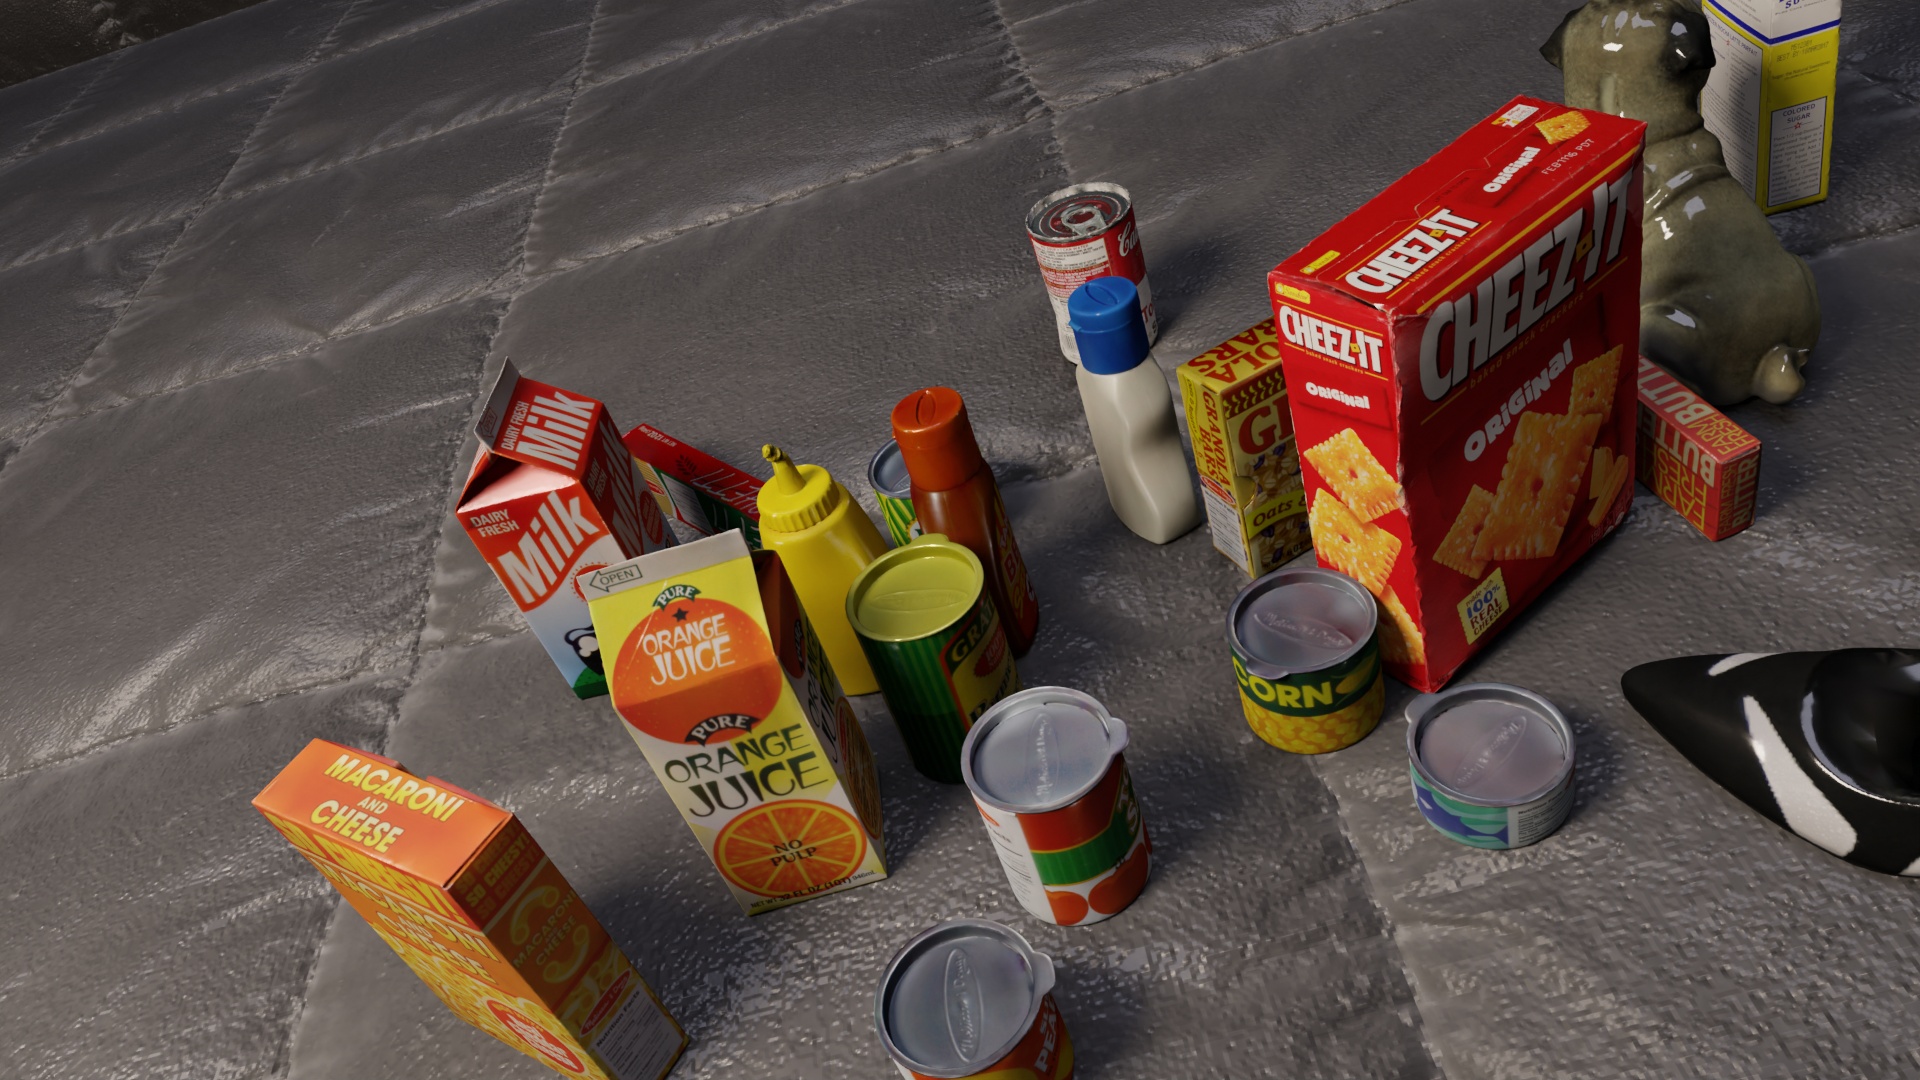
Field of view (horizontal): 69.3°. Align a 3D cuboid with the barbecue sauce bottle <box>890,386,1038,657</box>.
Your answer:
[{"bbox_3d":[0.003,-0.009,0.707,0.043,0.147,0.065,-11,39,11],"label":"barbecue sauce bottle"}]

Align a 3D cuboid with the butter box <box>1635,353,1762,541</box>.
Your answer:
[{"bbox_3d":[0.349,-0.050,0.686,0.024,0.053,0.104,-22,38,-2],"label":"butter box"}]

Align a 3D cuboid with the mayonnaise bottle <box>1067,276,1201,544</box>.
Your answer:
[{"bbox_3d":[0.091,-0.069,0.742,0.041,0.147,0.065,-28,39,-10],"label":"mayonnaise bottle"}]

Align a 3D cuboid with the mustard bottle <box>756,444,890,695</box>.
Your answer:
[{"bbox_3d":[-0.066,0.010,0.705,0.065,0.159,0.049,-16,38,5],"label":"mustard bottle"}]

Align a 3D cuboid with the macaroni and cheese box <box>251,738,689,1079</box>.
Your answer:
[{"bbox_3d":[-0.199,0.160,0.578,0.124,0.165,0.040,10,47,32],"label":"macaroni and cheese box"}]

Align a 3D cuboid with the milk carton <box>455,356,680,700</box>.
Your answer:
[{"bbox_3d":[-0.211,-0.006,0.761,0.073,0.189,0.073,-13,39,8],"label":"milk carton"}]

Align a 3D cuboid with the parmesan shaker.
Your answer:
[{"bbox_3d":[-0.007,0.058,0.669,0.071,0.102,0.072,-12,39,10],"label":"parmesan shaker"}]

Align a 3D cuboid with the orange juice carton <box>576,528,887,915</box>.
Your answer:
[{"bbox_3d":[-0.096,0.075,0.614,0.072,0.191,0.073,-17,38,4],"label":"orange juice carton"}]

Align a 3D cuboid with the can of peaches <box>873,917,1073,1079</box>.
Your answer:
[{"bbox_3d":[0.009,0.191,0.540,0.071,0.057,0.071,-12,39,10],"label":"can of peaches"}]

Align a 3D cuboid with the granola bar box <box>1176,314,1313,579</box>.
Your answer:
[{"bbox_3d":[0.200,-0.070,0.716,0.166,0.123,0.039,-29,39,-11],"label":"granola bar box"}]

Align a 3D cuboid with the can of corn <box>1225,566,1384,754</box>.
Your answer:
[{"bbox_3d":[0.157,0.057,0.636,0.071,0.058,0.071,-12,39,10],"label":"can of corn"}]

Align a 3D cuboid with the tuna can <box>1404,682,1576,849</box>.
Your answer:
[{"bbox_3d":[0.221,0.094,0.586,0.071,0.032,0.071,-12,39,10],"label":"tuna can"}]

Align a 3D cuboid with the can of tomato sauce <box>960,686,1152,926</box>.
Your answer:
[{"bbox_3d":[0.045,0.114,0.596,0.071,0.082,0.071,-12,39,10],"label":"can of tomato sauce"}]

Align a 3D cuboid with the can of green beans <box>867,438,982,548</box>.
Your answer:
[{"bbox_3d":[-0.014,-0.025,0.806,0.071,0.057,0.071,-12,39,10],"label":"can of green beans"}]

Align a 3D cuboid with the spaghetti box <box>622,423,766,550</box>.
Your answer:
[{"bbox_3d":[-0.130,-0.014,0.848,0.029,0.050,0.250,-41,43,-25],"label":"spaghetti box"}]
